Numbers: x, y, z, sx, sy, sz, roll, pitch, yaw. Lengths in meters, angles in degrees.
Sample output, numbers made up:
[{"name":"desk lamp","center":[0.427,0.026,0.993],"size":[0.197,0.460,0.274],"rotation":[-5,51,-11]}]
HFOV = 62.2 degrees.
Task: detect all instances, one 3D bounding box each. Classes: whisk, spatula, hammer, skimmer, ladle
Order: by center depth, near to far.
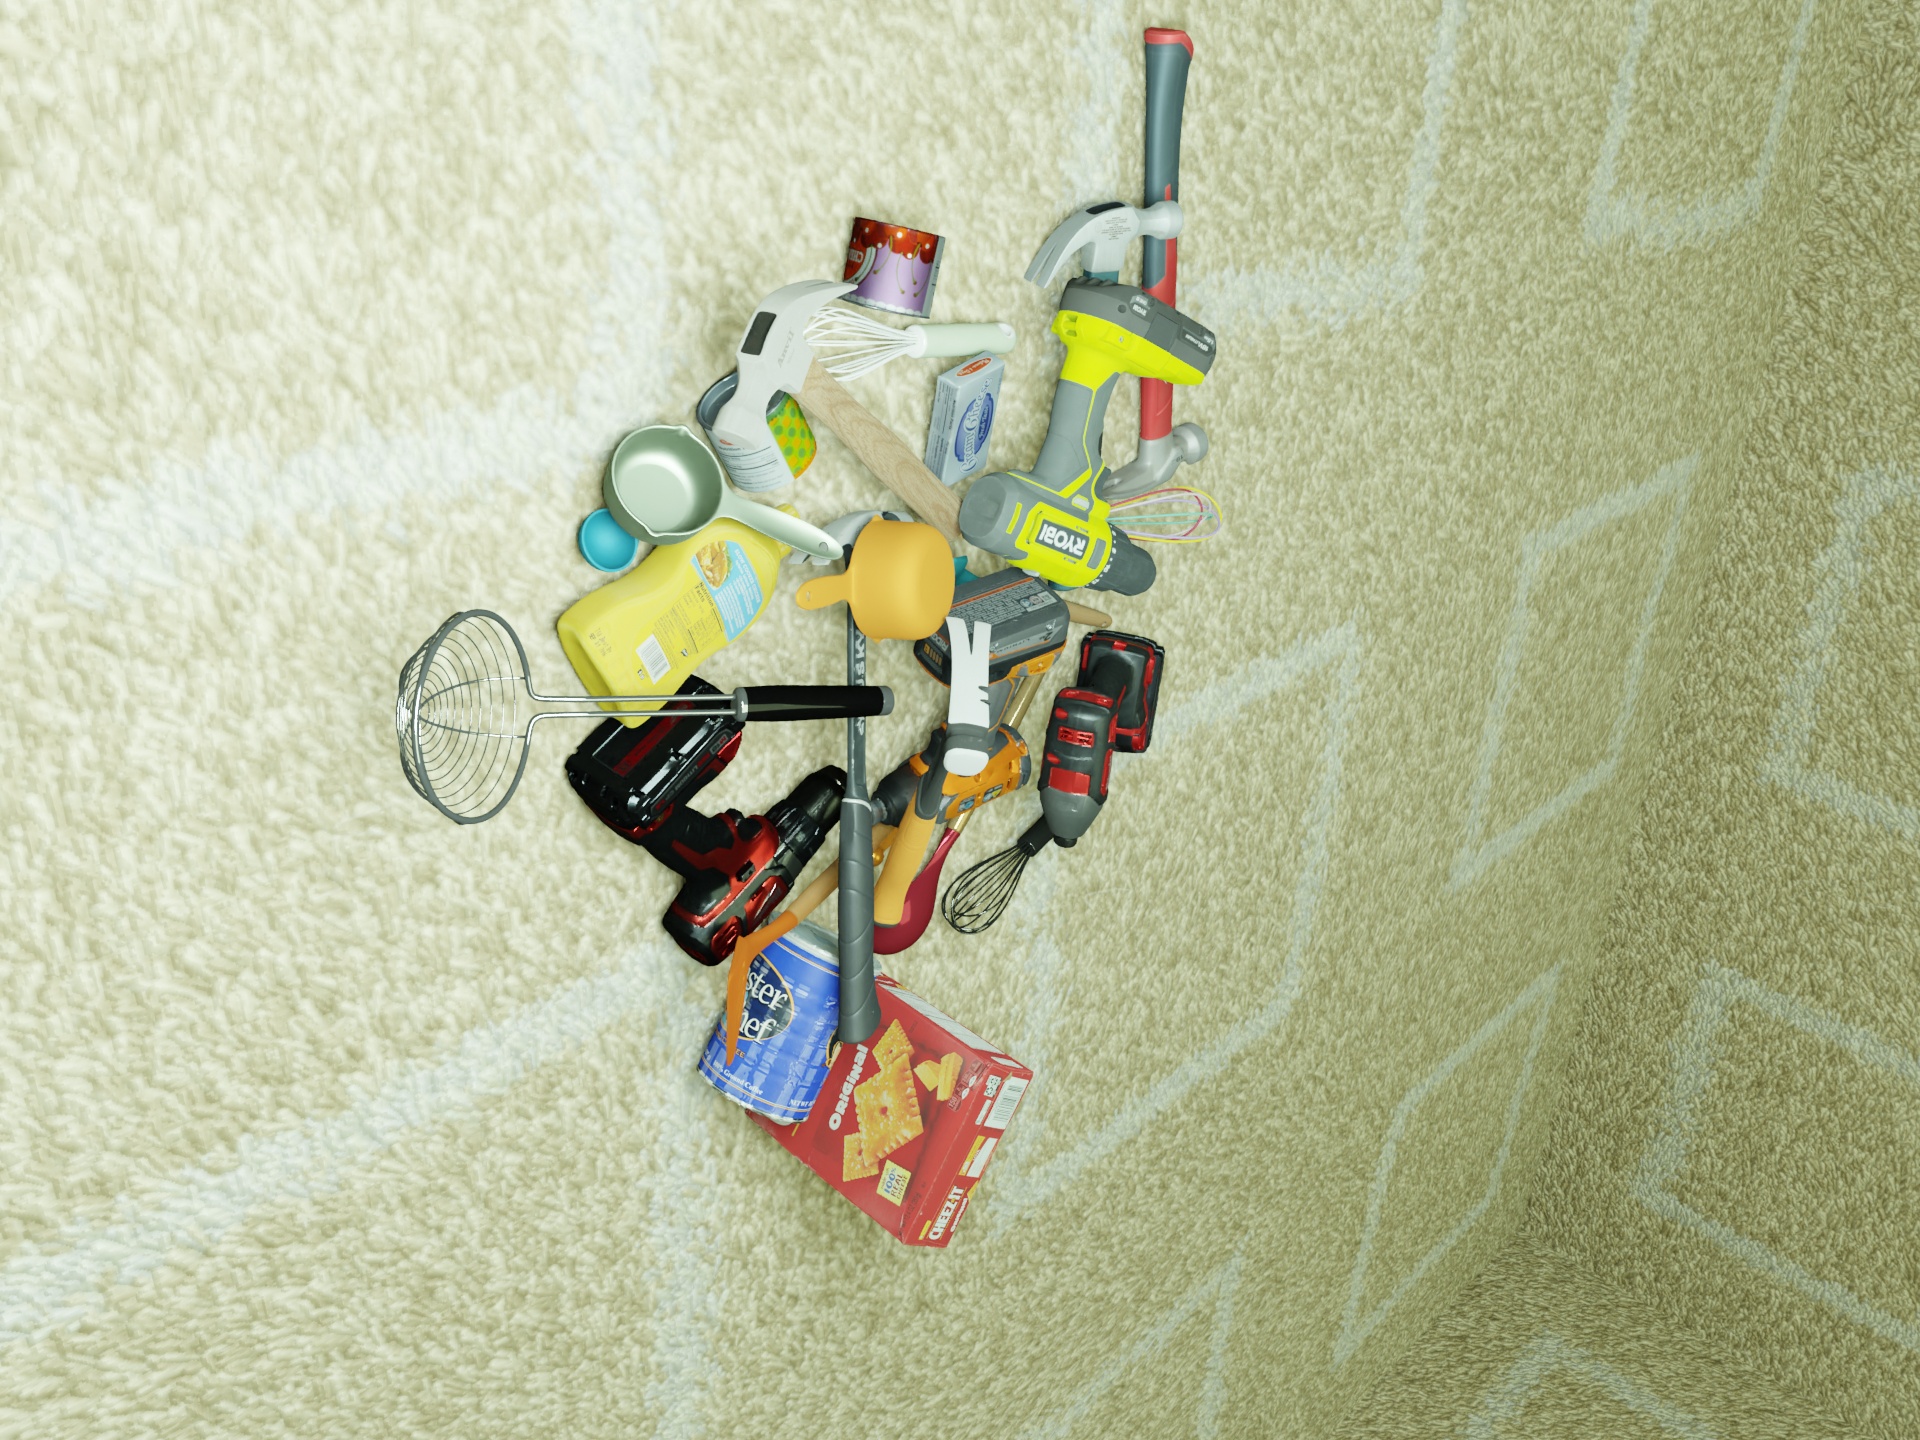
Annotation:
[{"name":"skimmer","center":[-0.182,-0.006,1.017],"size":[0.363,0.090,0.127],"rotation":[-2,96,-36]},{"name":"hammer","center":[-0.063,-0.199,1.114],"size":[0.331,0.031,0.130],"rotation":[32,77,-65]},{"name":"whisk","center":[-0.040,-0.279,1.175],"size":[0.246,0.058,0.059],"rotation":[-17,158,-47]},{"name":"hammer","center":[-0.080,0.047,1.208],"size":[0.149,0.036,0.409],"rotation":[-20,113,-65]},{"name":"hammer","center":[-0.030,0.064,1.250],"size":[0.336,0.034,0.127],"rotation":[112,-17,-53]},{"name":"spatula","center":[-0.114,0.148,1.253],"size":[0.323,0.041,0.081],"rotation":[-43,144,-55]},{"name":"hammer","center":[0.108,-0.263,1.333],"size":[0.128,0.033,0.330],"rotation":[-11,123,-25]},{"name":"whisk","center":[0.111,-0.171,1.348],"size":[0.245,0.051,0.047],"rotation":[-5,101,-19]},{"name":"hammer","center":[0.159,-0.378,1.351],"size":[0.143,0.038,0.386],"rotation":[-30,131,-34]},{"name":"spatula","center":[0.050,-0.099,1.381],"size":[0.317,0.044,0.082],"rotation":[7,129,-53]},{"name":"ladle","center":[0.006,0.077,1.447],"size":[0.315,0.031,0.069],"rotation":[-62,146,-5]},{"name":"whisk","center":[0.067,0.122,1.528],"size":[0.239,0.055,0.055],"rotation":[-42,138,-31]}]

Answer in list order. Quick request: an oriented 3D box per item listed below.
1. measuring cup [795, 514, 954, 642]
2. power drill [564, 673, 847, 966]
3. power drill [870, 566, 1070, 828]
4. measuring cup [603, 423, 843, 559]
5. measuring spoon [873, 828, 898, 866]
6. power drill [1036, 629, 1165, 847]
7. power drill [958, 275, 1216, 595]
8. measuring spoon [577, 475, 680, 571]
[{"name":"measuring cup","center":[-0.056,-0.095,1.125],"size":[0.173,0.052,0.095],"rotation":[-25,118,-65]},{"name":"power drill","center":[-0.173,0.061,1.187],"size":[0.188,0.080,0.226],"rotation":[-48,143,-20]},{"name":"power drill","center":[-0.002,-0.004,1.313],"size":[0.164,0.084,0.226],"rotation":[-22,143,-32]},{"name":"measuring cup","center":[-0.158,-0.137,1.061],"size":[0.167,0.038,0.083],"rotation":[21,67,-25]},{"name":"measuring spoon","center":[-0.042,0.087,1.406],"size":[0.117,0.011,0.021],"rotation":[-46,139,-22]},{"name":"power drill","center":[0.121,0.013,1.425],"size":[0.220,0.078,0.143],"rotation":[-53,152,-62]},{"name":"power drill","center":[0.114,-0.216,1.265],"size":[0.190,0.080,0.228],"rotation":[17,97,-40]},{"name":"measuring spoon","center":[-0.211,-0.141,1.075],"size":[0.129,0.021,0.042],"rotation":[-43,116,-38]}]
